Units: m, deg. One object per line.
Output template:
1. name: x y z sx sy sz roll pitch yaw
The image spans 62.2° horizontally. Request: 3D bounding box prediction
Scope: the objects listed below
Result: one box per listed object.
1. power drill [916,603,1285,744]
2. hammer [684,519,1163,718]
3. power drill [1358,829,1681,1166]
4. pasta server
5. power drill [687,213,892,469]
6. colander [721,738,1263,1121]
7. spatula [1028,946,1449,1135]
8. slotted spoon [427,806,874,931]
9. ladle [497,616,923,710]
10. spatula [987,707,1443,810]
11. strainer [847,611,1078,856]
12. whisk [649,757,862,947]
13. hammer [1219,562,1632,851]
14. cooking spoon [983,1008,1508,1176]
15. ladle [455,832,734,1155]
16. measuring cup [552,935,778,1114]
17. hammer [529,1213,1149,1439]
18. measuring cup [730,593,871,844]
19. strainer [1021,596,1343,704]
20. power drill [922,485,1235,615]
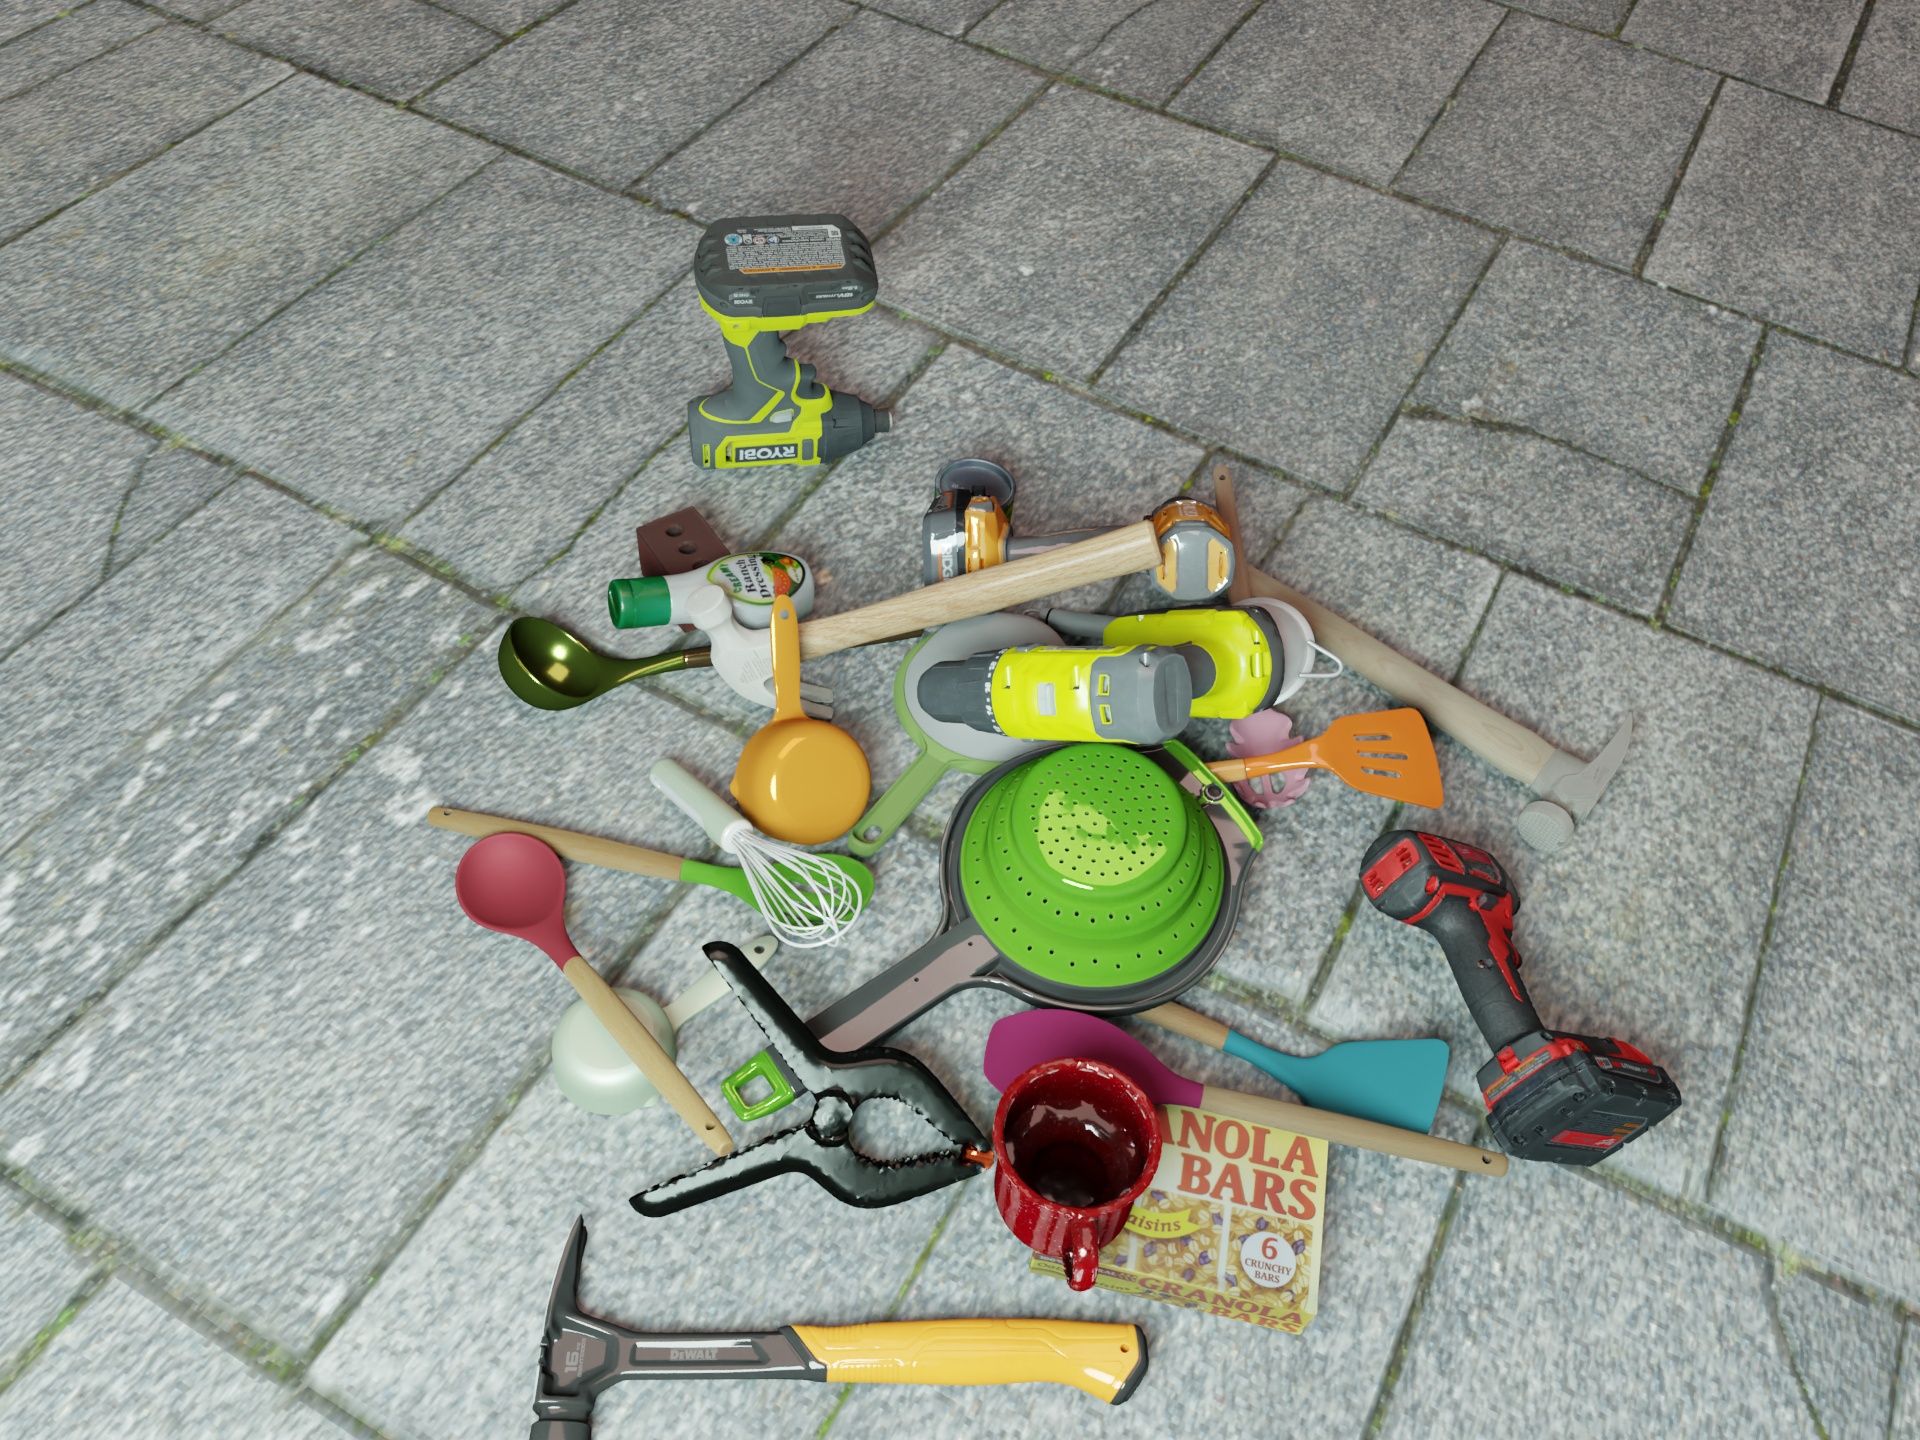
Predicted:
1. power drill: 0.101 -0.029 1.084 0.191 0.080 0.228 1 9 37
2. hammer: -0.019 -0.079 1.128 0.331 0.129 0.031 -15 44 13
3. power drill: 0.358 0.171 1.032 0.143 0.078 0.220 17 37 -38
4. pasta server: 0.220 -0.070 1.225 0.060 0.040 0.316 -5 62 4
5. power drill: -0.134 -0.294 1.280 0.171 0.223 0.080 -6 59 -11
6. colander: 0.021 0.122 1.010 0.397 0.094 0.205 -31 64 -18
7. spatula: 0.150 0.191 1.032 0.317 0.044 0.082 21 58 12
8. slotted spoon: -0.213 0.095 1.083 0.314 0.031 0.070 11 43 6
9. ladle: -0.181 -0.058 1.193 0.320 0.062 0.078 -8 50 -16
10. spatula: 0.178 0.043 1.134 0.322 0.041 0.081 -9 61 5
11. strainer: -0.002 -0.004 1.157 0.151 0.069 0.256 29 52 17
12. whisk: -0.143 0.081 1.049 0.059 0.057 0.247 -38 41 -18
13. hammer: 0.323 -0.057 1.259 0.411 0.038 0.146 35 54 21
14. cooking spoon: 0.171 0.234 0.963 0.319 0.017 0.069 12 58 5
15. ladle: -0.224 0.163 0.975 0.069 0.031 0.316 -33 46 -22
16. measuring cup: -0.183 0.179 1.008 0.167 0.038 0.083 -35 62 -27
17. hammer: -0.063 0.346 0.889 0.337 0.034 0.127 2 52 -4
18. measuring cup: -0.107 0.001 1.086 0.095 0.173 0.052 -7 7 -27
19. strainer: 0.158 -0.063 1.204 0.258 0.050 0.087 10 78 30
20. power drill: 0.092 -0.137 1.214 0.226 0.084 0.185 -1 18 6
